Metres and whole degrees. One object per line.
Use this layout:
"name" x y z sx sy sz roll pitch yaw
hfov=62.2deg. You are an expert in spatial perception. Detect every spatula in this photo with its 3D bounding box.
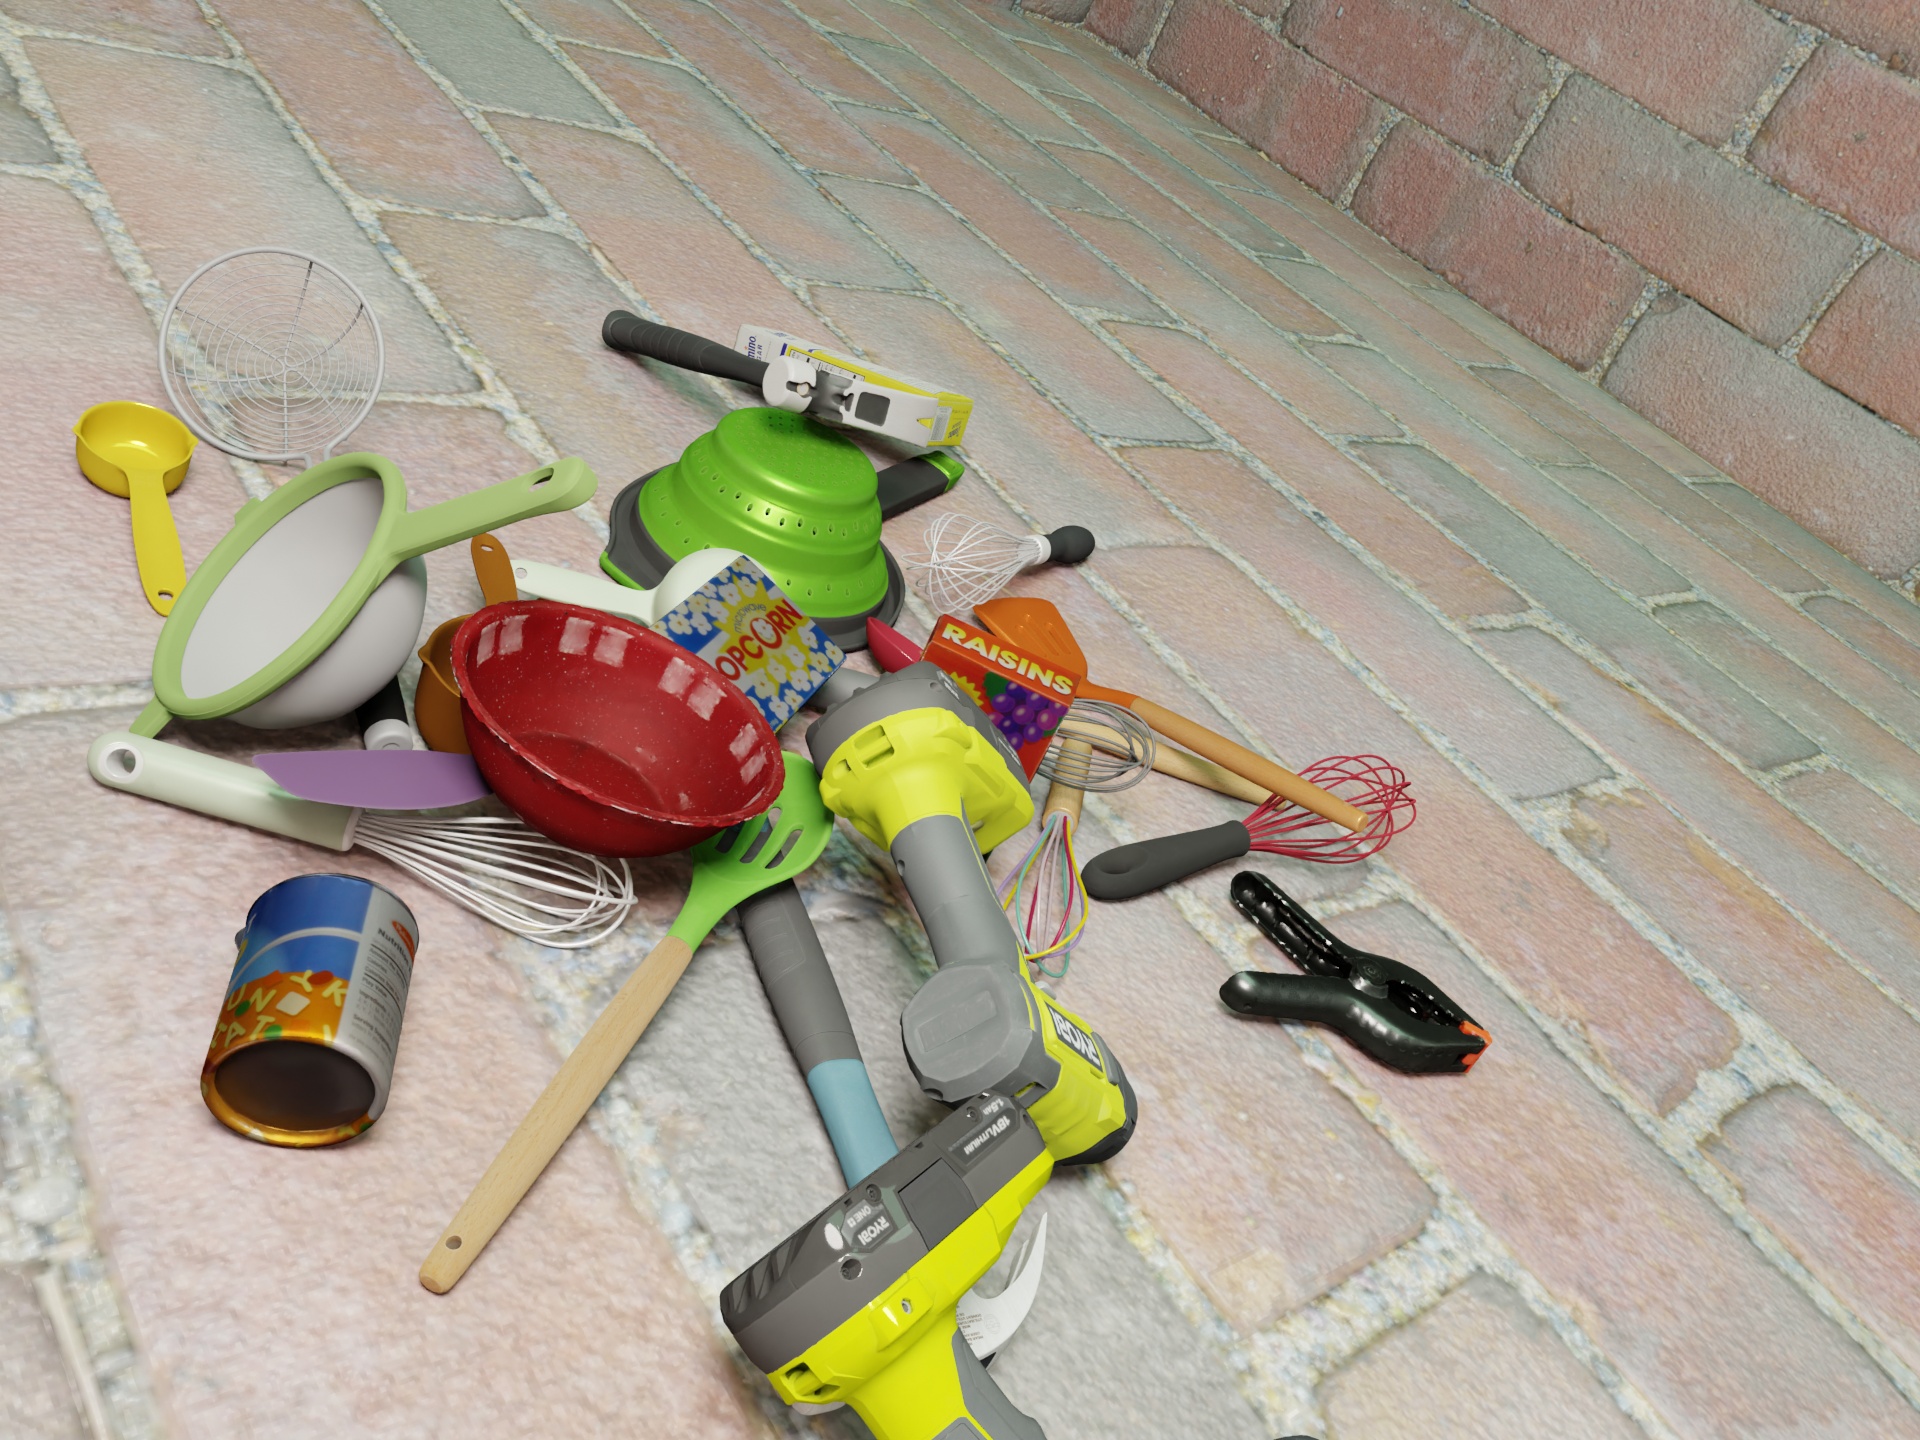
"spatula" -0.187 0.025 0.780 0.060 0.018 0.315 29 17 33
"spatula" 0.136 -0.008 1.053 0.081 0.041 0.323 -8 28 -43

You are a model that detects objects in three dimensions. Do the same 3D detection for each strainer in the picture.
"strainer" -0.255 -0.061 0.730 0.069 0.256 0.152 50 36 -43

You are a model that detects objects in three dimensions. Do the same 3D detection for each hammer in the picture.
"hammer" -0.157 -0.253 1.138 0.146 0.035 0.335 6 14 -44
"hammer" -0.062 0.149 0.724 0.128 0.033 0.331 4 38 -31

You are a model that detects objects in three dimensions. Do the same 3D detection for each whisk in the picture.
"whisk" 0.059 0.071 0.923 0.051 0.047 0.245 41 26 -10
"whisk" 0.189 0.071 1.006 0.295 0.073 0.073 -11 47 -37
"whisk" -0.266 0.049 0.718 0.246 0.058 0.059 17 -2 -9
"whisk" 0.040 -0.123 1.165 0.070 0.070 0.284 37 22 16
"whisk" -0.001 -0.004 0.950 0.239 0.055 0.055 13 31 6

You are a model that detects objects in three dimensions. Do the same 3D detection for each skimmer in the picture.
"skimmer" -0.354 -0.127 0.863 0.127 0.090 0.364 -22 51 -10

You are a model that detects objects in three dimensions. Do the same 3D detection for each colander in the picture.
"colander" -0.084 -0.169 1.118 0.204 0.094 0.397 34 32 12

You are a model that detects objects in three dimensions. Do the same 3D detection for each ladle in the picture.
"ladle" 0.078 0.003 1.050 0.315 0.031 0.069 21 14 -14

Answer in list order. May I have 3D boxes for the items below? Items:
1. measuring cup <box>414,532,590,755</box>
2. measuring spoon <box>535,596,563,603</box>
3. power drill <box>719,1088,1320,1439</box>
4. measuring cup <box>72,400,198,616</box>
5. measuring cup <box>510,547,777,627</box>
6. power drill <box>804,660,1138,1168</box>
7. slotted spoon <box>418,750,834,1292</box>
"measuring cup" -0.247 -0.035 0.843 0.095 0.052 0.174 7 35 -29
"measuring spoon" -0.205 -0.032 0.911 0.117 0.011 0.021 43 32 18
"power drill" 0.039 0.255 0.569 0.228 0.080 0.190 53 38 10
"measuring cup" -0.434 -0.107 0.846 0.062 0.029 0.157 -1 52 -37
"measuring cup" -0.183 -0.074 0.924 0.167 0.038 0.083 12 68 -21
"power drill" 0.011 0.096 0.747 0.171 0.080 0.223 46 18 -51
"slotted spoon" -0.137 0.116 0.690 0.070 0.031 0.314 20 39 10
